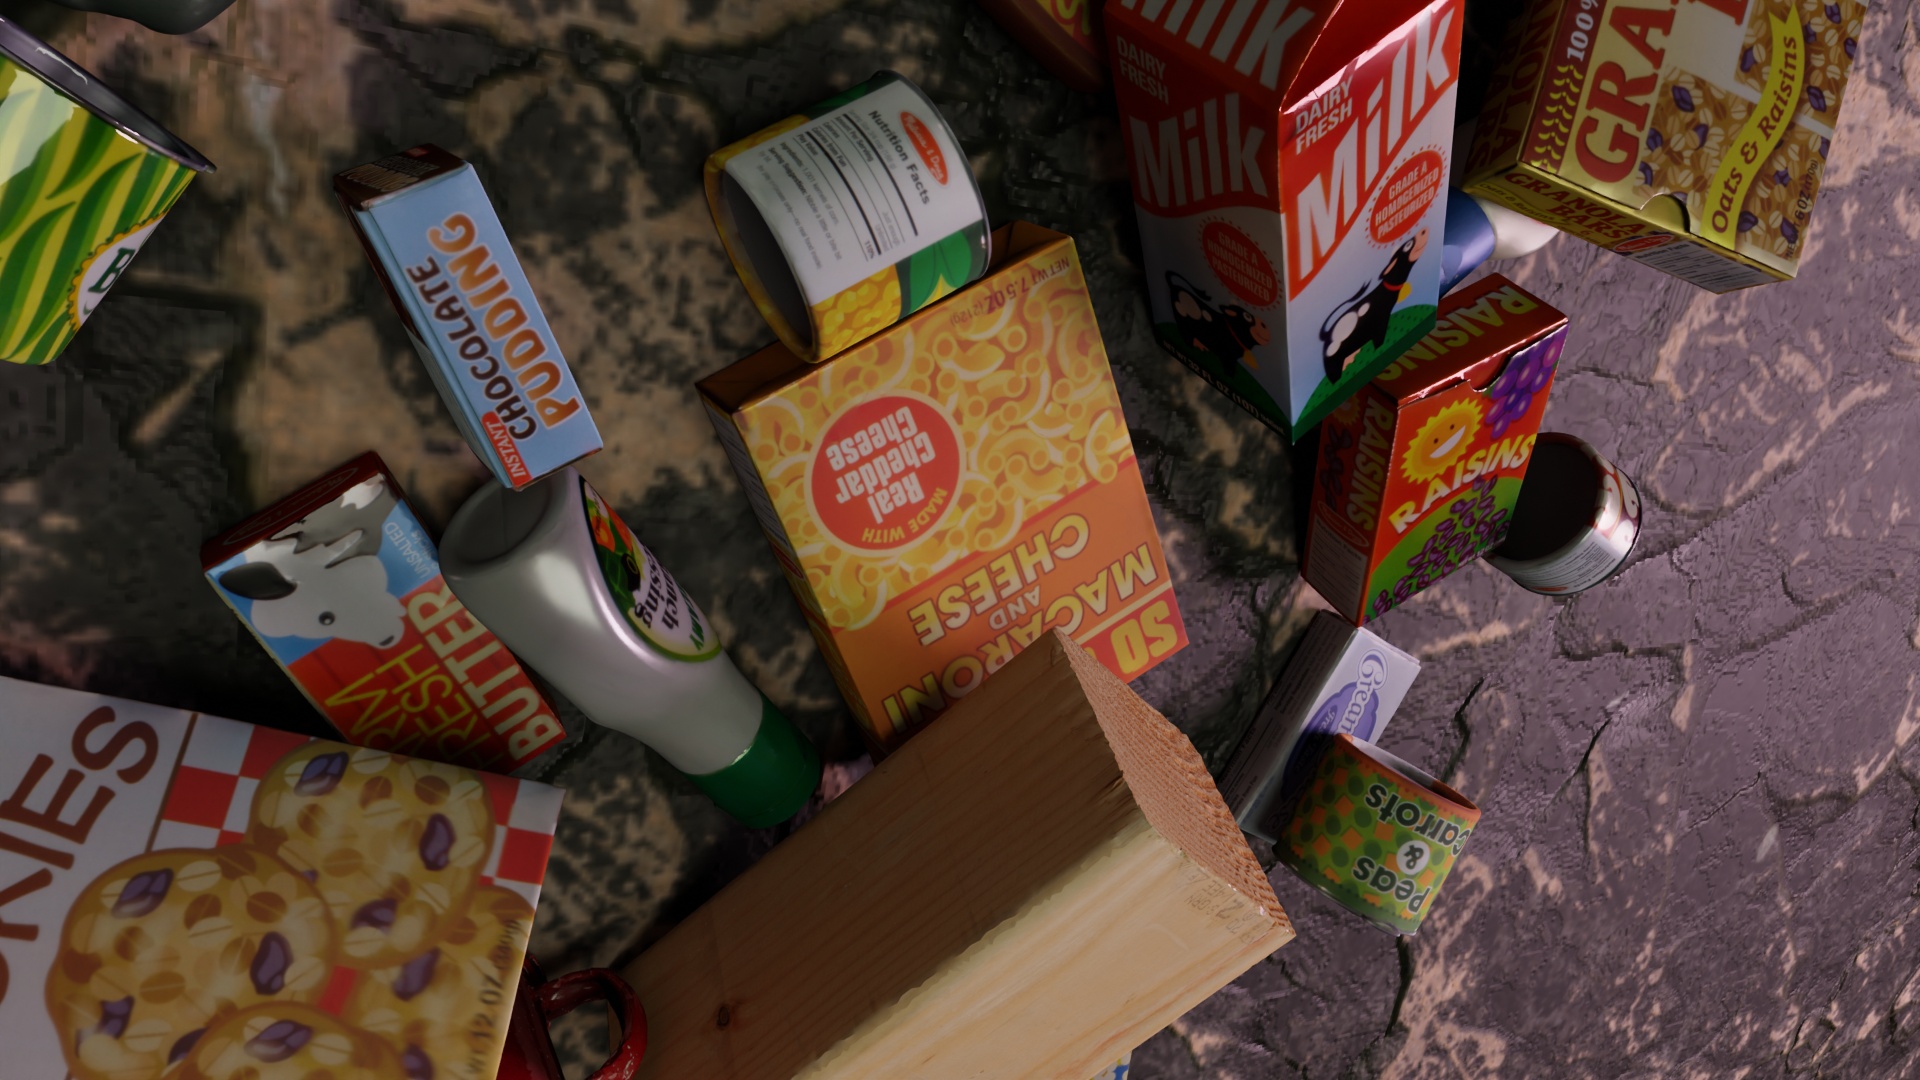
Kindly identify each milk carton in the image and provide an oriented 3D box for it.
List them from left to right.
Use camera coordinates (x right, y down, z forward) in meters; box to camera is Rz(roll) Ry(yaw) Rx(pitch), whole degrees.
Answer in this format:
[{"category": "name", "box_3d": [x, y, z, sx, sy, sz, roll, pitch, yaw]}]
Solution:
[{"category": "milk carton", "box_3d": [0.099, -0.123, 0.425, 0.073, 0.072, 0.189, -39, 146, -11]}]

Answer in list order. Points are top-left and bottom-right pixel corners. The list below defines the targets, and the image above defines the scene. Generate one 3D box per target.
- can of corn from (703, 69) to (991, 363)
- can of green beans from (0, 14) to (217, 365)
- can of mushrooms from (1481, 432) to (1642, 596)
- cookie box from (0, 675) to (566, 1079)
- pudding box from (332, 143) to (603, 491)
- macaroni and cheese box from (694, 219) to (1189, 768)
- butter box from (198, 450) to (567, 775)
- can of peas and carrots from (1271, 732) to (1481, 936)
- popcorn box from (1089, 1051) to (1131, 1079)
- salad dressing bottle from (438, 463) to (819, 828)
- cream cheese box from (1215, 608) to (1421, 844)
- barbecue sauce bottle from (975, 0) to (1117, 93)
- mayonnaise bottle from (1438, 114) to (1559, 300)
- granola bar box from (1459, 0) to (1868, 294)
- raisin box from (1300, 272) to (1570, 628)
[{"category": "can of corn", "box_3d": [-0.034, -0.092, 0.404, 0.058, 0.071, 0.071, -31, 122, -16]}, {"category": "can of green beans", "box_3d": [-0.213, -0.080, 0.301, 0.071, 0.071, 0.058, 37, 90, -36]}, {"category": "can of mushrooms", "box_3d": [0.258, -0.014, 0.608, 0.033, 0.071, 0.071, 26, 95, -35]}, {"category": "cookie box", "box_3d": [-0.199, 0.107, 0.347, 0.167, 0.040, 0.123, 17, 67, -21]}, {"category": "pudding box", "box_3d": [-0.130, -0.059, 0.368, 0.030, 0.050, 0.083, -30, 122, -19]}, {"category": "macaroni and cheese box", "box_3d": [0.002, -0.006, 0.474, 0.124, 0.040, 0.165, -30, 122, -15]}, {"category": "butter box", "box_3d": [-0.163, 0.030, 0.401, 0.053, 0.024, 0.103, -34, 123, -14]}, {"category": "can of peas and carrots", "box_3d": [0.173, 0.121, 0.577, 0.071, 0.071, 0.058, 24, 96, -35]}, {"category": "popcorn box", "box_3d": [0.031, 0.180, 0.568, 0.085, 0.038, 0.126, -5, 112, -30]}, {"category": "salad dressing bottle", "box_3d": [-0.094, 0.038, 0.426, 0.044, 0.064, 0.147, -31, 133, 4]}, {"category": "cream cheese box", "box_3d": [0.156, 0.085, 0.612, 0.053, 0.024, 0.103, 28, 94, -36]}, {"category": "barbecue sauce bottle", "box_3d": [0.007, -0.198, 0.397, 0.148, 0.044, 0.065, 33, 93, -35]}, {"category": "mayonnaise bottle", "box_3d": [0.221, -0.145, 0.545, 0.148, 0.041, 0.064, -40, 118, -12]}, {"category": "granola bar box", "box_3d": [0.267, -0.190, 0.512, 0.124, 0.039, 0.165, 17, 87, -14]}, {"category": "raisin box", "box_3d": [0.183, -0.033, 0.548, 0.086, 0.040, 0.122, -26, 139, -18]}]
